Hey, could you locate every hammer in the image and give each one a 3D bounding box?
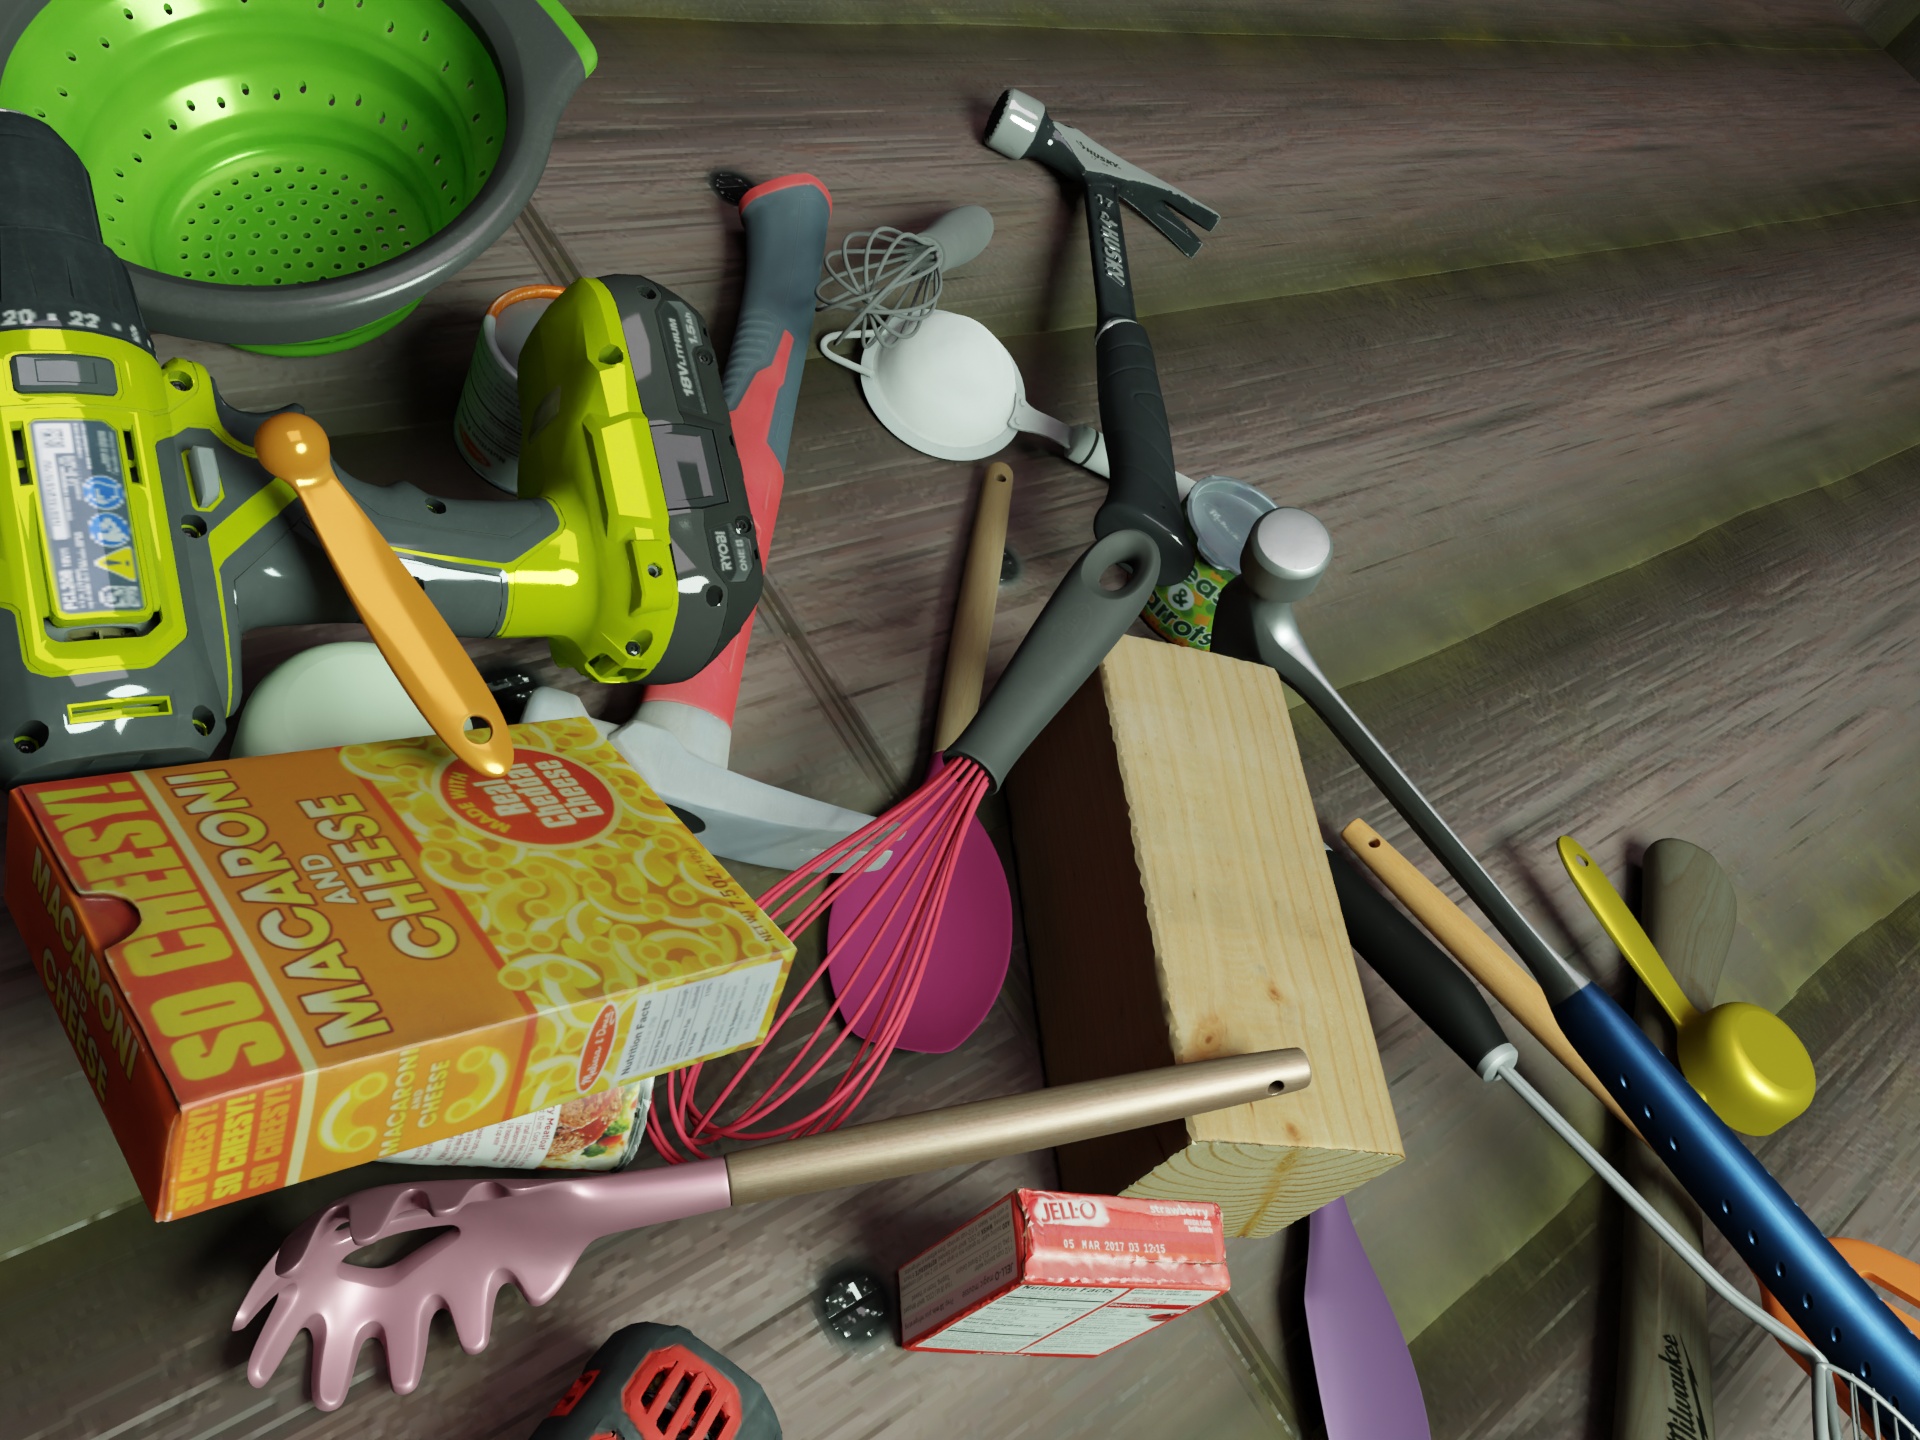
[{"bbox_3d":[0.085,-0.204,0.822,0.149,0.036,0.409,21,39,-19],"label":"hammer"},{"bbox_3d":[0.231,0.100,0.627,0.035,0.144,0.406,-31,70,-16],"label":"hammer"},{"bbox_3d":[-0.078,-0.109,0.685,0.143,0.038,0.387,17,49,-14],"label":"hammer"},{"bbox_3d":[0.294,0.198,0.682,0.146,0.038,0.411,32,46,-5],"label":"hammer"}]

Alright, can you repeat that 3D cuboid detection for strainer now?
[{"bbox_3d":[0.055,-0.144,0.796,0.258,0.050,0.087,23,62,-18],"label":"strainer"}]

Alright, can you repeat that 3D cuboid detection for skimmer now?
[{"bbox_3d":[0.222,0.192,0.590,0.364,0.090,0.127,50,9,35],"label":"skimmer"}]

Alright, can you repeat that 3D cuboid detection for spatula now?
[{"bbox_3d":[0.139,0.155,0.633,0.059,0.018,0.316,21,47,-34],"label":"spatula"},{"bbox_3d":[0.278,0.153,0.656,0.081,0.041,0.323,-36,66,-16],"label":"spatula"}]

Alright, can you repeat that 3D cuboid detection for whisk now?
[{"bbox_3d":[-0.018,-0.225,0.781,0.055,0.055,0.239,35,29,-3],"label":"whisk"},{"bbox_3d":[-0.008,0.031,0.551,0.073,0.073,0.296,38,61,0],"label":"whisk"}]

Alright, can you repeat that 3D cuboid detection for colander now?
[{"bbox_3d":[-0.316,-0.161,0.567,0.397,0.094,0.204,-39,79,-25],"label":"colander"}]

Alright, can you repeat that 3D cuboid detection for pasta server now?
[{"bbox_3d":[-0.040,0.135,0.465,0.316,0.060,0.040,-8,30,-14],"label":"pasta server"}]

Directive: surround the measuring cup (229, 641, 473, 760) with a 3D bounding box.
[{"bbox_3d":[-0.166,0.038,0.524,0.167,0.038,0.083,40,46,5],"label":"measuring cup"}]

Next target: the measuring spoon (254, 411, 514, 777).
[{"bbox_3d":[-0.157,-0.035,0.441,0.021,0.011,0.117,-36,98,-36],"label":"measuring spoon"}]

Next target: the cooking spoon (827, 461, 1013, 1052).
[{"bbox_3d":[-0.001,-0.002,0.667,0.068,0.017,0.319,12,49,-2],"label":"cooking spoon"}]

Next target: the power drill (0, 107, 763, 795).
[{"bbox_3d":[-0.188,-0.085,0.488,0.228,0.080,0.191,-7,79,-38],"label":"power drill"}]

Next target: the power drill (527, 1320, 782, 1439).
[{"bbox_3d":[-0.049,0.284,0.385,0.226,0.080,0.188,36,46,2],"label":"power drill"}]

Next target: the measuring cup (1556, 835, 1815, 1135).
[{"bbox_3d":[0.327,0.112,0.722,0.062,0.029,0.157,-14,64,-36],"label":"measuring cup"}]
